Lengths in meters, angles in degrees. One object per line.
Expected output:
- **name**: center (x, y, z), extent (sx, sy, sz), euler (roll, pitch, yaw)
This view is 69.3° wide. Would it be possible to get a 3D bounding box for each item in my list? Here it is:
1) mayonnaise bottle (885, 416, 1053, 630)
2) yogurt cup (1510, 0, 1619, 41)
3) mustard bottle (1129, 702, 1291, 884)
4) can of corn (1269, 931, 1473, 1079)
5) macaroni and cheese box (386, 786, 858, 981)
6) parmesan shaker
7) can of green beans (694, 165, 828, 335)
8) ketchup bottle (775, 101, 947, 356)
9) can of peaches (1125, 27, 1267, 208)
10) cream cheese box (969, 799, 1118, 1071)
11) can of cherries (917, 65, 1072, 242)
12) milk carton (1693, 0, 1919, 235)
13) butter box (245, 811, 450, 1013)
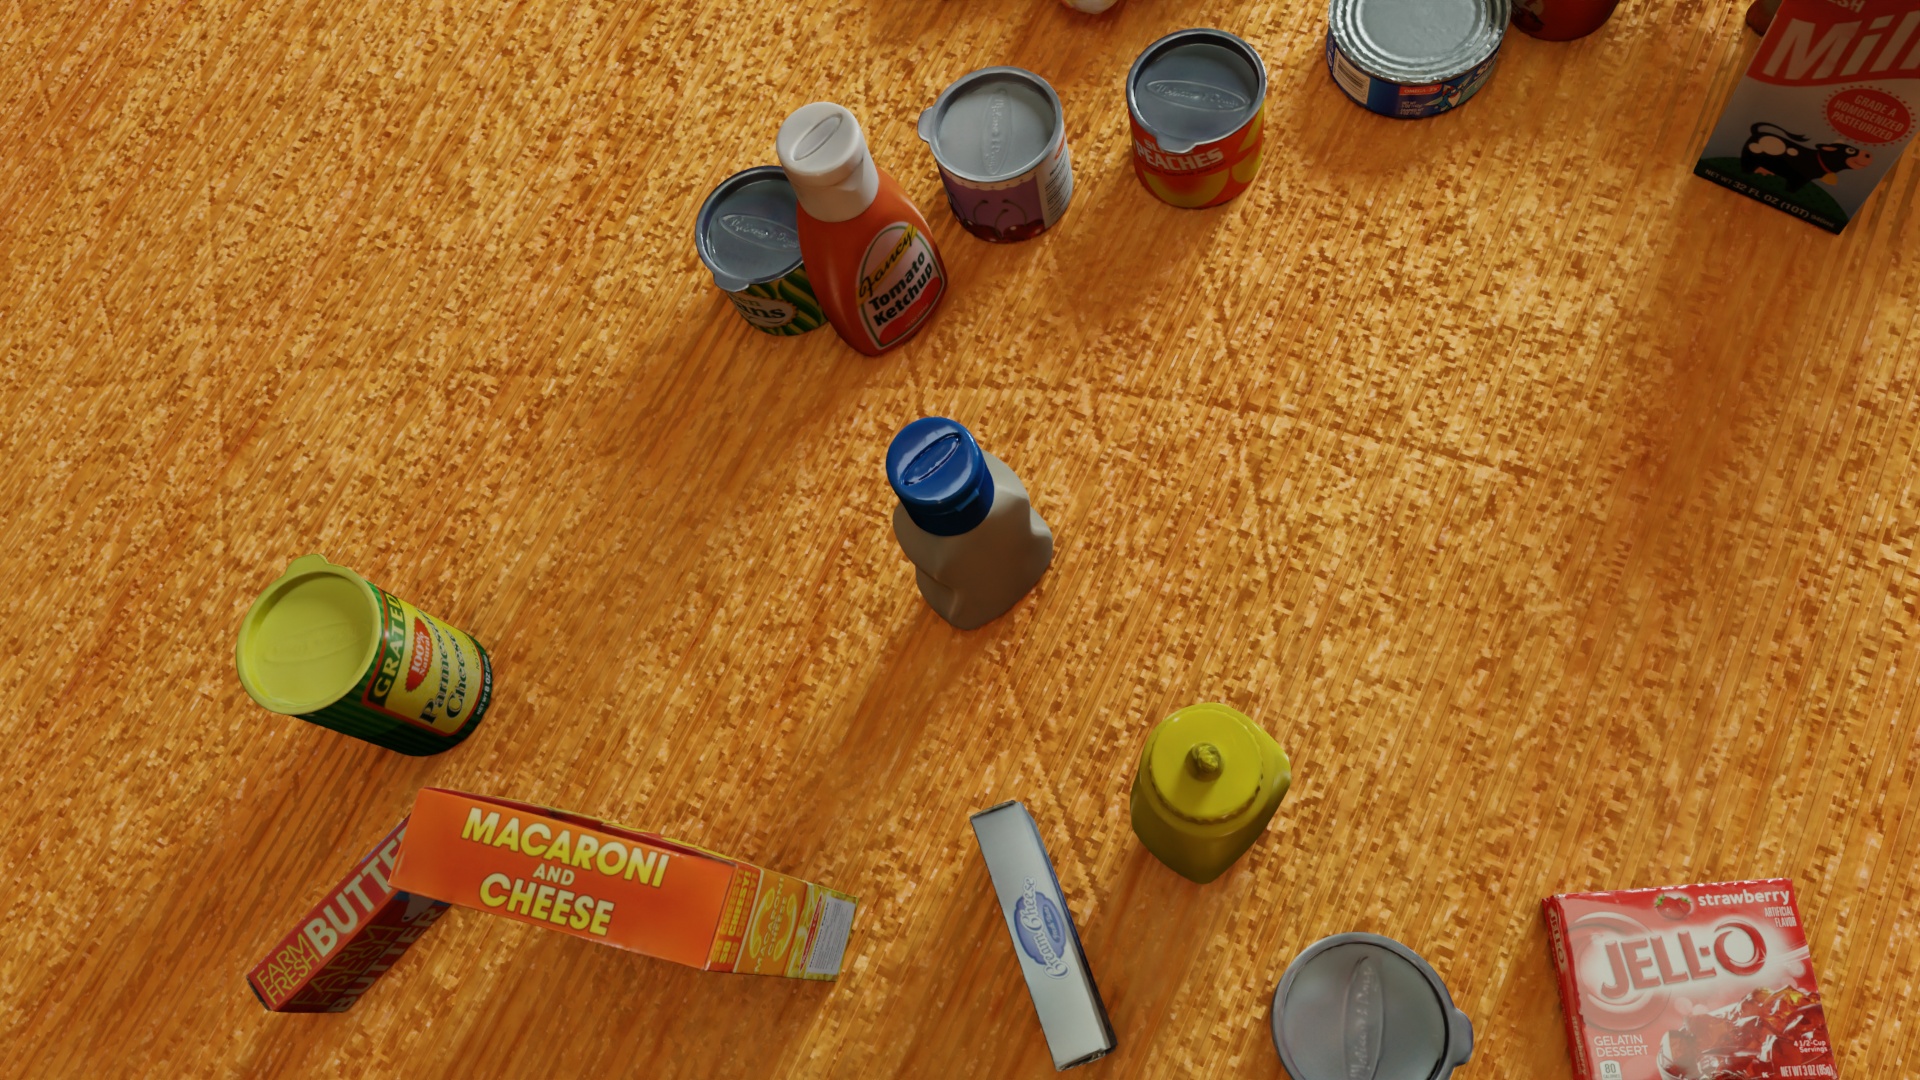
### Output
- **mayonnaise bottle**: center (0.002, -0.007, 0.584), extent (0.065, 0.147, 0.041), euler (-41, 69, -5)
- **yogurt cup**: center (0.298, -0.283, 0.678), extent (0.072, 0.053, 0.072), euler (-3, 70, 9)
- **mustard bottle**: center (0.094, 0.091, 0.525), extent (0.049, 0.160, 0.065), euler (38, 82, 20)
- **can of corn**: center (0.156, 0.187, 0.535), extent (0.071, 0.058, 0.071), euler (-3, 70, 9)
- **macaroni and cheese box**: center (-0.122, 0.137, 0.545), extent (0.124, 0.166, 0.040), euler (10, 73, 14)
- **parmesan shaker**: center (-0.267, 0.055, 0.635), extent (0.071, 0.103, 0.071), euler (-3, 71, 9)
- **can of green beans**: center (-0.092, -0.144, 0.698), extent (0.071, 0.057, 0.071), euler (-3, 70, 9)
- **ketchup bottle**: center (-0.047, -0.143, 0.640), extent (0.043, 0.148, 0.065), euler (41, 82, 20)
- **can of peaches**: center (0.115, -0.204, 0.681), extent (0.071, 0.058, 0.071), euler (-3, 70, 9)
- **cream cheese box**: center (0.035, 0.161, 0.569), extent (0.024, 0.053, 0.104), euler (-22, 68, 3)
- **can of cherries**: center (0.019, -0.192, 0.694), extent (0.071, 0.058, 0.071), euler (-3, 70, 9)
- **milk carton**: center (0.378, -0.215, 0.566), extent (0.072, 0.190, 0.073), euler (33, 80, 19)
- **butter box**: center (-0.260, 0.166, 0.621), extent (0.024, 0.053, 0.103), euler (42, 82, 20)
